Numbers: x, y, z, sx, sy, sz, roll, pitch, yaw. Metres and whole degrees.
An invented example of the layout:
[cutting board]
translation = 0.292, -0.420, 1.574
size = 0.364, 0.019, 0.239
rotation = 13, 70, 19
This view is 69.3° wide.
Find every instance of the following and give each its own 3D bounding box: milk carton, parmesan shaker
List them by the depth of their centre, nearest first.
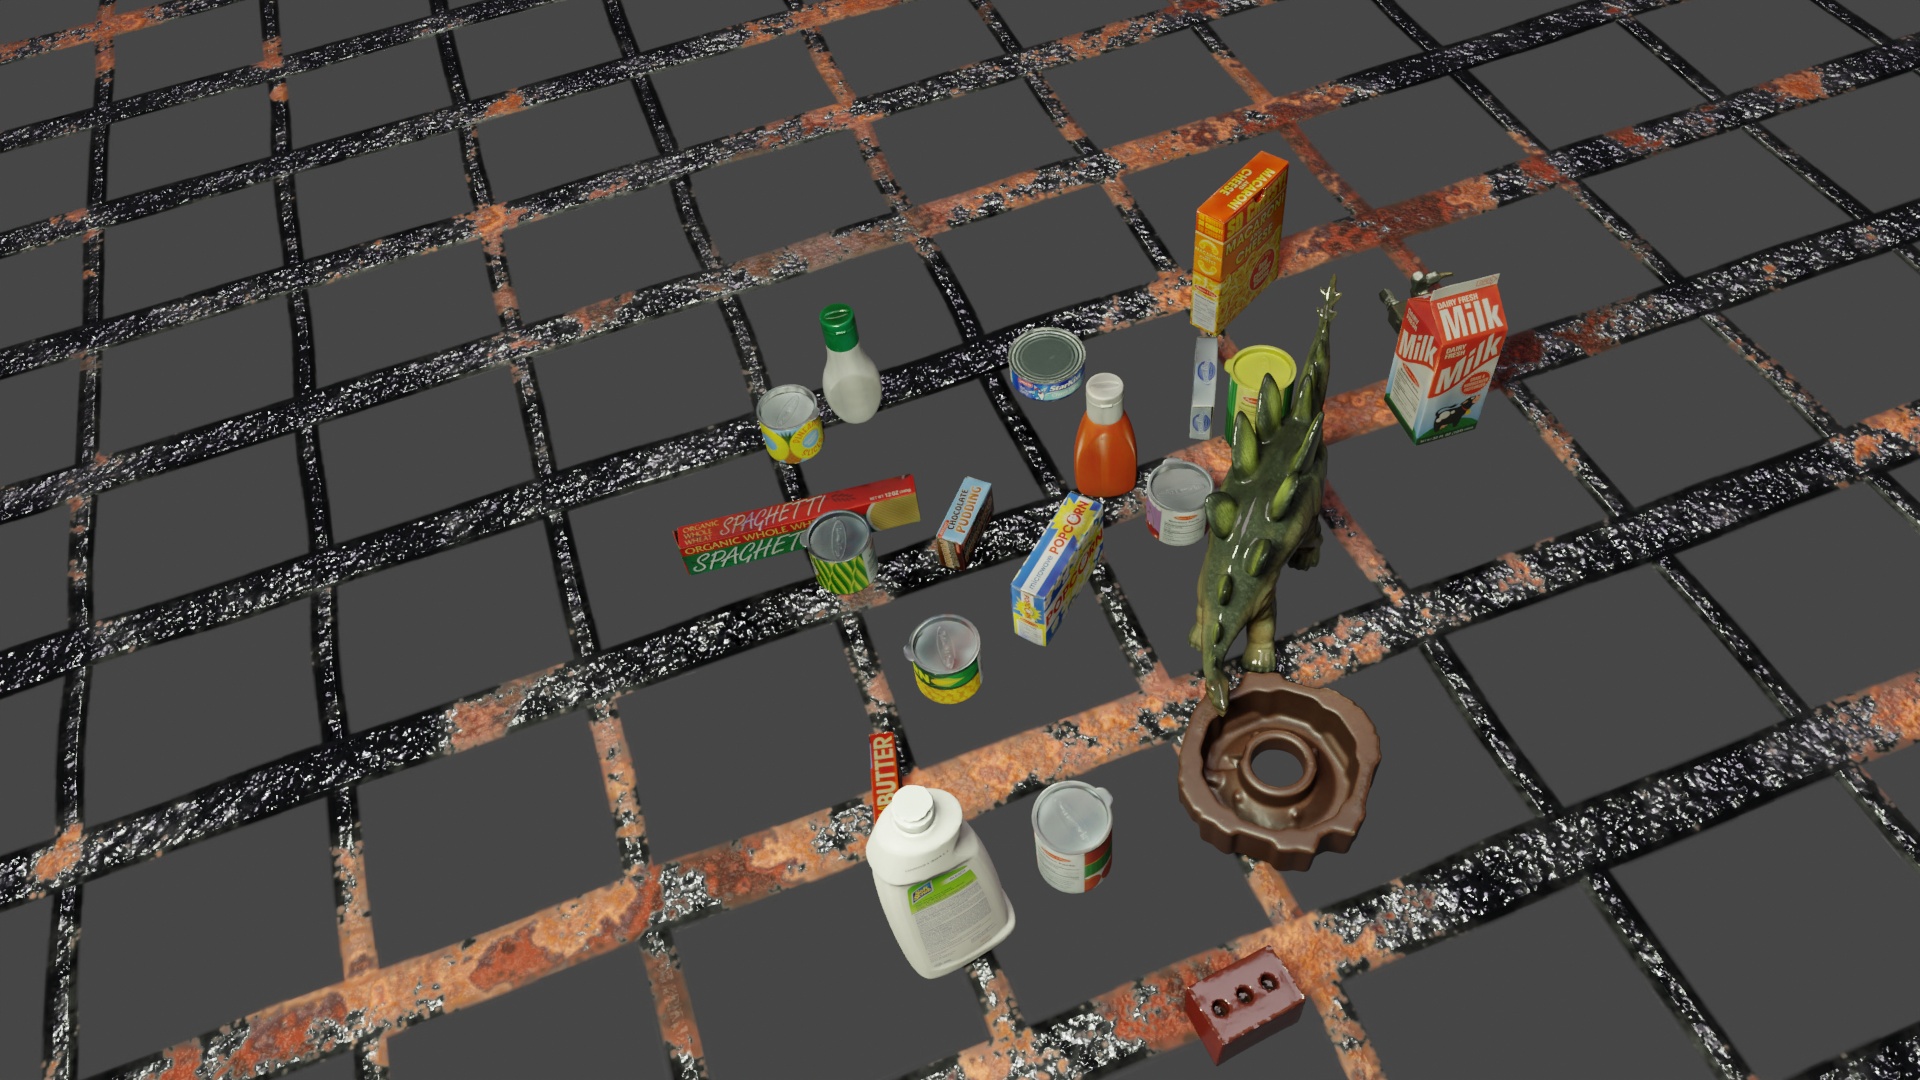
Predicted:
[milk carton]
translation = 0.489, -0.190, 1.398
size = 0.072, 0.189, 0.074
rotation = -16, 53, -6
[parmesan shaker]
translation = 0.306, -0.143, 1.436
size = 0.071, 0.102, 0.071
rotation = -3, 53, 4

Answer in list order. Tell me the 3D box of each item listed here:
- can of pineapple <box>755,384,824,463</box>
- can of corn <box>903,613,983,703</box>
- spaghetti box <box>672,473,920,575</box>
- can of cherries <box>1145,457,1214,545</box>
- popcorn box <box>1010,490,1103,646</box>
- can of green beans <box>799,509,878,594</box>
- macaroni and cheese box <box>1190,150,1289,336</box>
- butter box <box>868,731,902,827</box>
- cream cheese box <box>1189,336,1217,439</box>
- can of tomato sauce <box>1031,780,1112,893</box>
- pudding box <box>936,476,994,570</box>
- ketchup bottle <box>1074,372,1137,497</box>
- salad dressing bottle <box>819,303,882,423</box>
[can of pineapple]
translation = -0.182, -0.125, 1.502
size = 0.071, 0.057, 0.071
rotation = -3, 53, 4
[can of corn]
translation = -0.015, 0.112, 1.304
size = 0.071, 0.058, 0.071
rotation = -3, 53, 4
[spaghetti box]
translation = -0.165, -0.016, 1.423
size = 0.250, 0.050, 0.029
rotation = -14, 53, -4
[can of cherries]
translation = 0.220, -0.039, 1.394
size = 0.071, 0.058, 0.072
rotation = -3, 53, 4
[popcorn box]
translation = 0.094, 0.028, 1.340
size = 0.038, 0.084, 0.127
rotation = 22, 58, 21
[can of green beans]
translation = -0.118, 0.012, 1.392
size = 0.071, 0.057, 0.071
rotation = -3, 53, 4
[macaroni and cheese box]
translation = 0.308, -0.326, 1.536
size = 0.040, 0.165, 0.124
rotation = 33, 63, 27
[butter box]
translation = -0.064, 0.226, 1.226
size = 0.024, 0.052, 0.104
rotation = -7, 53, 1
[cream cheese box]
translation = 0.261, -0.163, 1.488
size = 0.024, 0.053, 0.104
rotation = 4, 53, 9
[can of tomato sauce]
translation = 0.097, 0.250, 1.172
size = 0.071, 0.082, 0.071
rotation = -3, 53, 4
[pudding box]
translation = 0.005, -0.018, 1.406
size = 0.030, 0.049, 0.084
rotation = 15, 56, 17
[ketchup bottle]
translation = 0.146, -0.104, 1.395
size = 0.065, 0.148, 0.044
rotation = -5, 53, 3
[salad dressing bottle]
translation = -0.121, -0.189, 1.489
size = 0.064, 0.147, 0.044
rotation = -13, 53, -4
